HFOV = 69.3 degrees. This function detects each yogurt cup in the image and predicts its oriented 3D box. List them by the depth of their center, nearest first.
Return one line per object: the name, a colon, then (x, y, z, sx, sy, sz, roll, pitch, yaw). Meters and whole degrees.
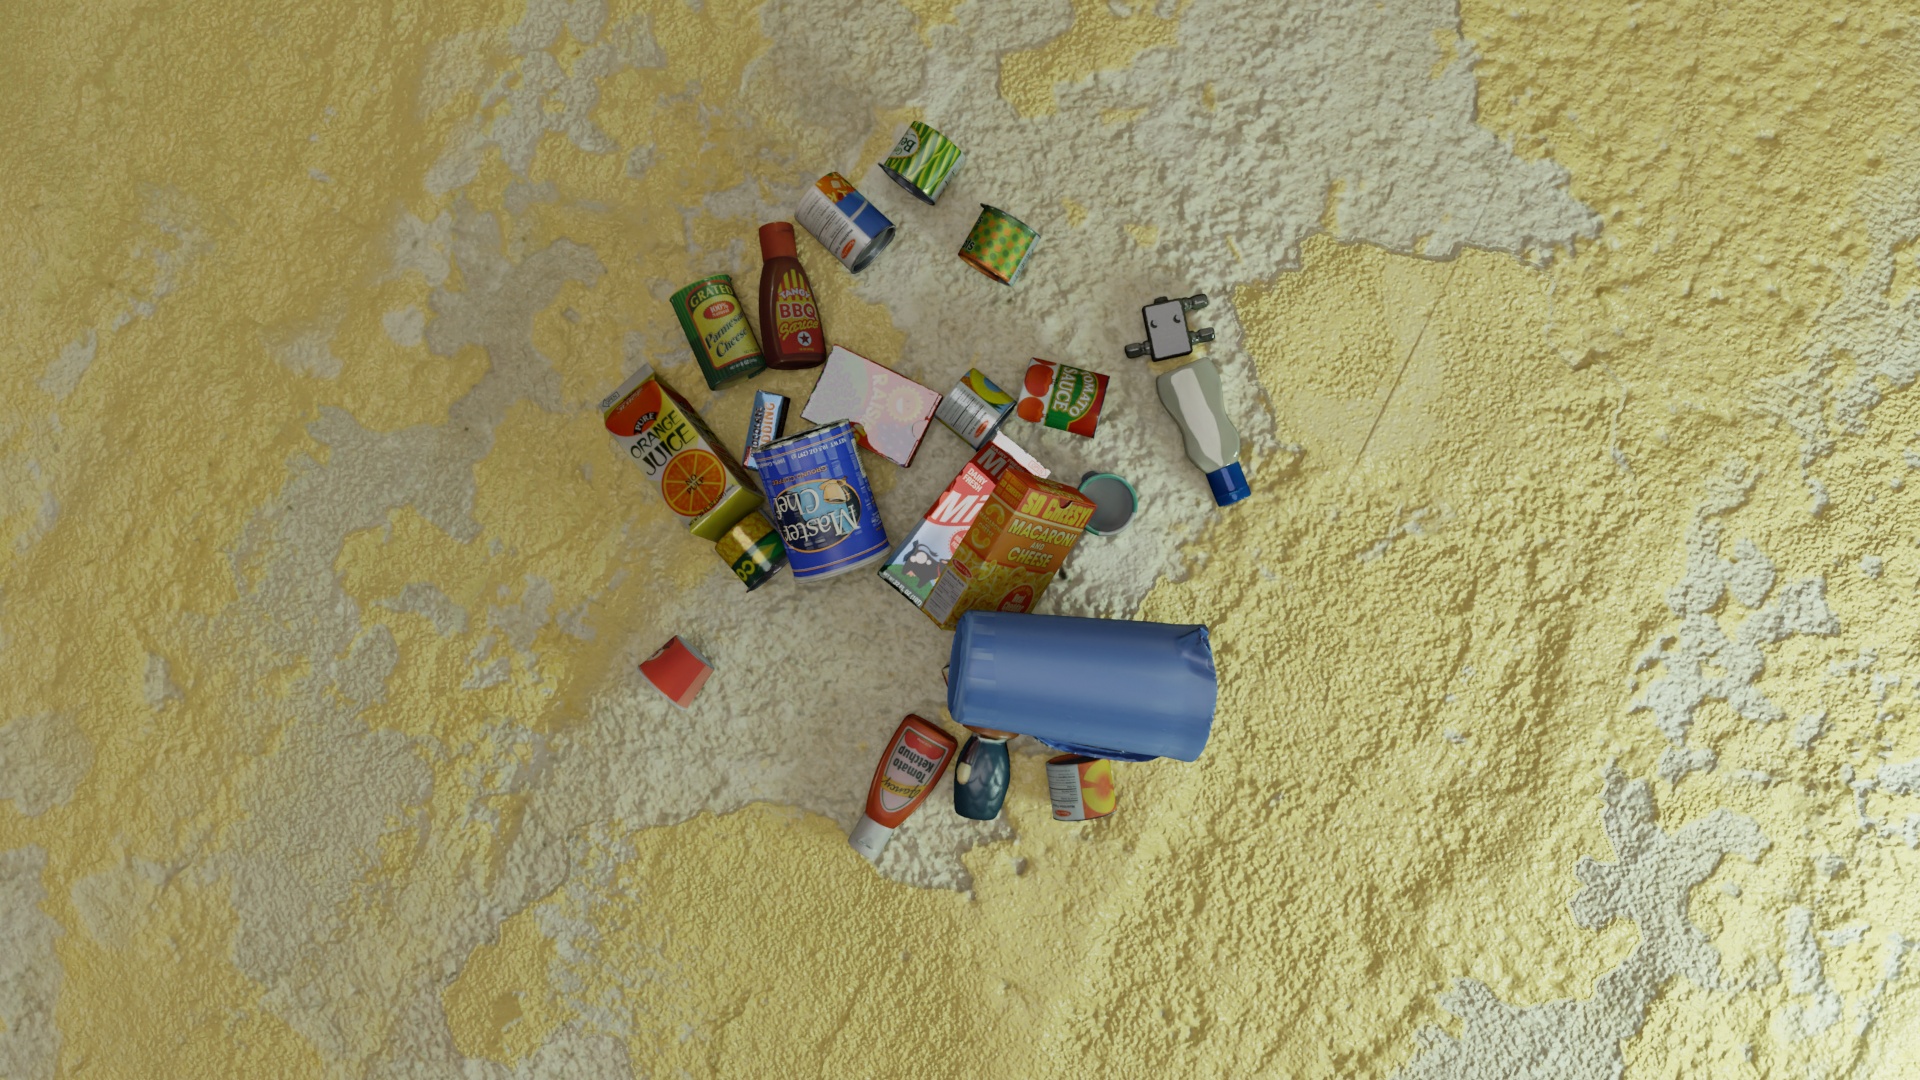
yogurt cup: (-0.292, 0.135, 1.439, 0.072, 0.072, 0.054, 42, 85, 2)

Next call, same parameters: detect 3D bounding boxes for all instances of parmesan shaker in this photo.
parmesan shaker: (-0.246, -0.215, 1.431, 0.071, 0.071, 0.103, -25, 90, 4)

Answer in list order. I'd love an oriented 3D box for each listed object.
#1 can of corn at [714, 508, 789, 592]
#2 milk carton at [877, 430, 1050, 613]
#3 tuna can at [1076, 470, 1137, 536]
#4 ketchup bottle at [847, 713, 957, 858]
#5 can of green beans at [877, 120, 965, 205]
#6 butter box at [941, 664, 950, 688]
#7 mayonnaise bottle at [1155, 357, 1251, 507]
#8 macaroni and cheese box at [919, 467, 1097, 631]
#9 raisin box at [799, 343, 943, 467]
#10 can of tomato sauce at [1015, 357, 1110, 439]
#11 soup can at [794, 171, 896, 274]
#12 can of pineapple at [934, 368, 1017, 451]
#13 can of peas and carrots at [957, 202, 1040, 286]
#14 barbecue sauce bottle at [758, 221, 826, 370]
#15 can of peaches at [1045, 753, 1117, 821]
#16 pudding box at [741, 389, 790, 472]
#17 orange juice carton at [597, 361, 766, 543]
can of corn: (-0.212, 0.011, 1.429, 0.071, 0.071, 0.058, -42, 88, 3)
milk carton: (0.005, -0.018, 1.413, 0.072, 0.073, 0.190, 39, 93, 2)
tuna can: (0.147, -0.039, 1.424, 0.071, 0.033, 0.071, 0, 91, 3)
ketchup bottle: (-0.064, 0.257, 1.436, 0.065, 0.043, 0.148, 30, 93, 2)
can of green beans: (-0.037, -0.384, 1.414, 0.071, 0.071, 0.058, 35, 93, 2)
butter box: (0.034, 0.124, 1.424, 0.103, 0.053, 0.024, -20, 88, 3)
mayonnaise bottle: (0.252, -0.108, 1.414, 0.065, 0.041, 0.148, -22, 91, 5)
macaroni and cheese box: (0.050, 0.017, 1.372, 0.040, 0.124, 0.166, 41, 107, 34)
raisin box: (-0.091, -0.139, 1.435, 0.123, 0.040, 0.086, 26, 91, 2)
can of tomato sauce: (0.104, -0.146, 1.407, 0.083, 0.071, 0.071, 15, 92, 4)
soup can: (-0.117, -0.326, 1.422, 0.084, 0.071, 0.071, 44, 93, 3)
can of pineapple: (0.016, -0.134, 1.416, 0.058, 0.071, 0.071, 39, 93, 3)
can of peas and carrots: (0.037, -0.300, 1.411, 0.071, 0.071, 0.058, 30, 93, 3)
barbecue sauce bottle: (-0.180, -0.252, 1.431, 0.065, 0.043, 0.148, -5, 83, -37)
can of peaches: (0.124, 0.249, 1.415, 0.071, 0.071, 0.058, -9, 90, 4)
pudding box: (-0.201, -0.112, 1.436, 0.030, 0.049, 0.083, 12, 92, 2)
orange juice carton: (-0.292, -0.094, 1.420, 0.072, 0.073, 0.193, -42, 75, 4)
